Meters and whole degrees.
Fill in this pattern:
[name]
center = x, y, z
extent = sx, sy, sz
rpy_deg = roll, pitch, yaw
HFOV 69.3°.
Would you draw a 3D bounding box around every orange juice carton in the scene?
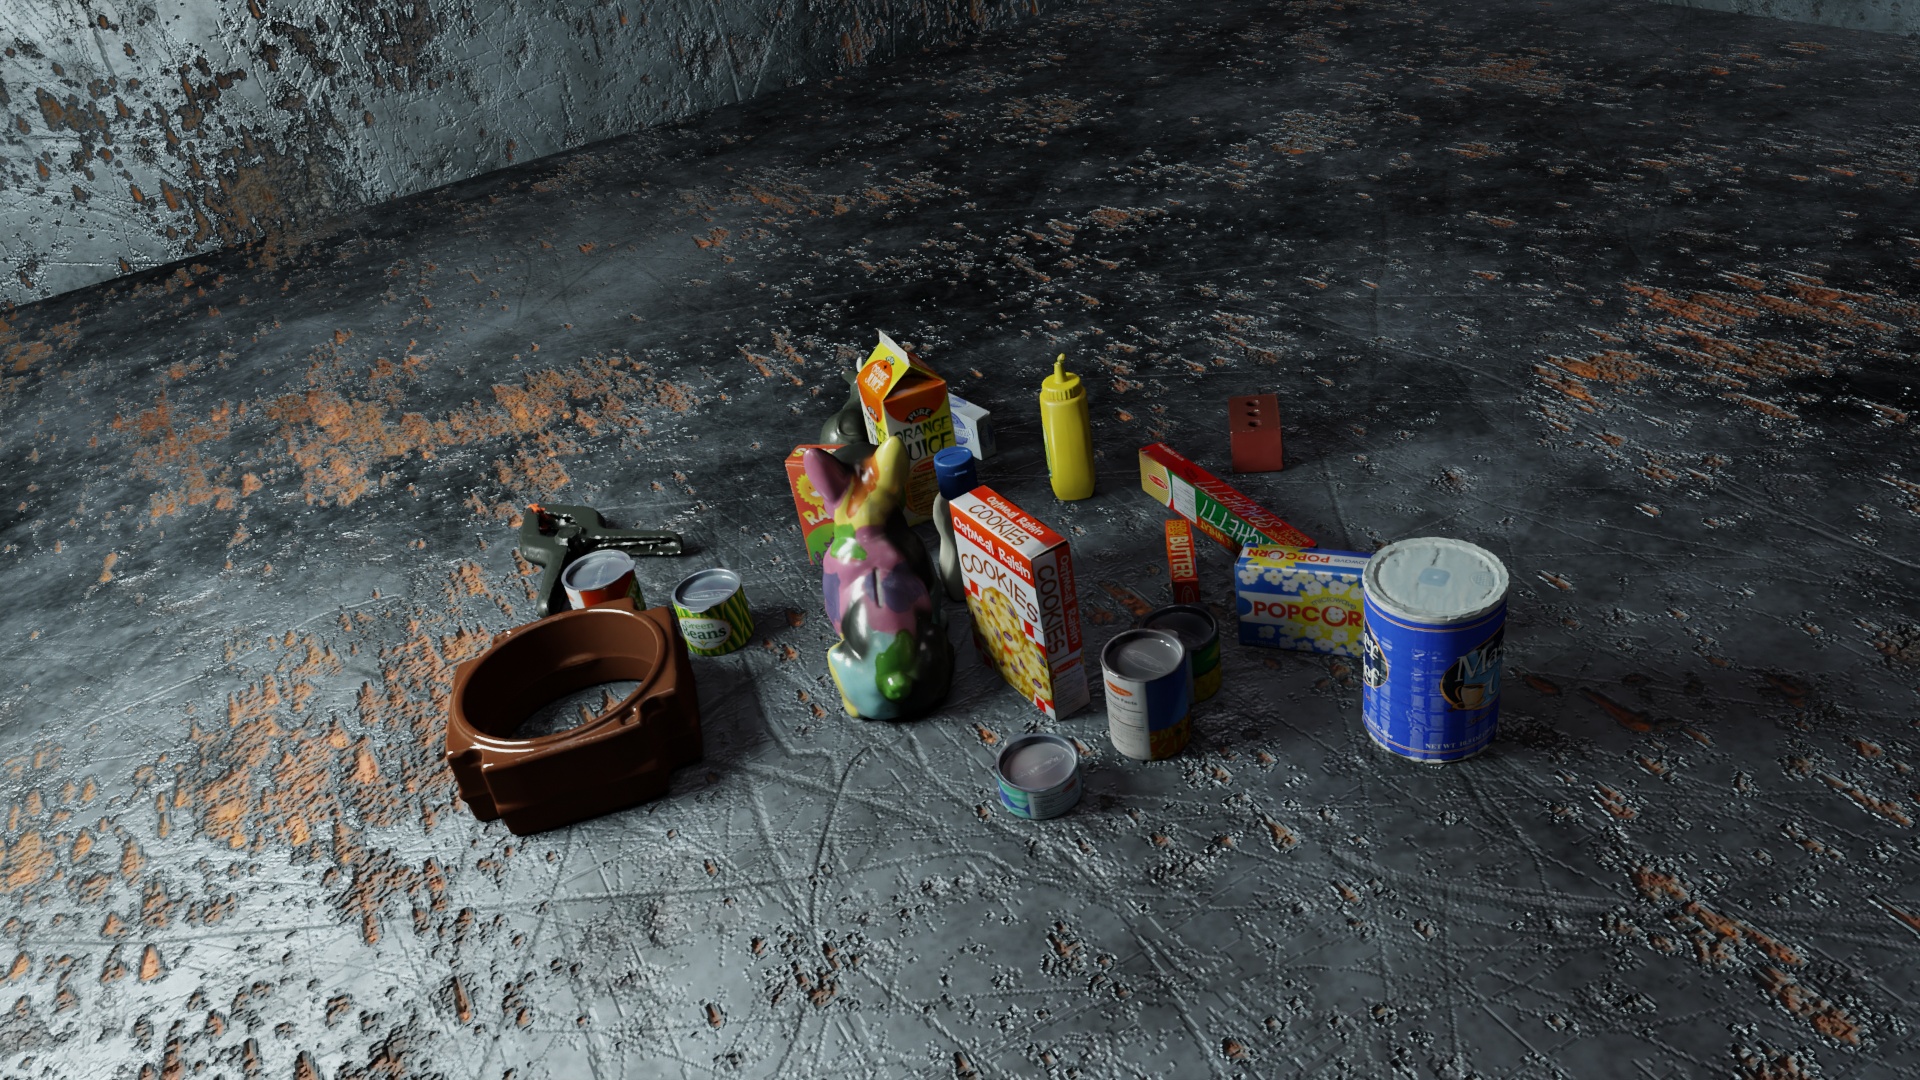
[orange juice carton]
center = -0.053, -0.118, 1.430
extent = 0.073, 0.191, 0.072
rpy_deg = -21, 34, -16

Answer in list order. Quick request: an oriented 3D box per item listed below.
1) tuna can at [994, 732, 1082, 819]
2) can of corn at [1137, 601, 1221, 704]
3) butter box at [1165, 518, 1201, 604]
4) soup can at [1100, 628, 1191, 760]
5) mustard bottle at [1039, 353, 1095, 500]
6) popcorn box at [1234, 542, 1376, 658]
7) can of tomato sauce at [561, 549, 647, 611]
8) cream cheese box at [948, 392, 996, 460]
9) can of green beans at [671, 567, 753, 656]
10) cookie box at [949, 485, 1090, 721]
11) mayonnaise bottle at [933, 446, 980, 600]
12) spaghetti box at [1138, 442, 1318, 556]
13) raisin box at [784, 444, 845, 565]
[tuna can]
center = 0.060, 0.182, 1.081
extent = 0.071, 0.032, 0.071
rpy_deg = -7, 32, 5
[can of corn]
center = 0.185, 0.094, 1.161
extent = 0.071, 0.058, 0.071
rpy_deg = -7, 32, 5
[butter box]
center = 0.202, 0.028, 1.262
extent = 0.024, 0.053, 0.104
rpy_deg = -5, 33, 7
[soup can]
center = 0.150, 0.121, 1.104
extent = 0.071, 0.083, 0.072
rpy_deg = -7, 32, 5
[mustard bottle]
center = 0.108, -0.120, 1.418
extent = 0.049, 0.159, 0.065
rpy_deg = -8, 32, 4
[popcorn box]
center = 0.299, 0.051, 1.171
extent = 0.127, 0.084, 0.038
rpy_deg = 5, 35, 23
[can of tomato sauce]
center = -0.334, 0.061, 1.329
extent = 0.071, 0.082, 0.071
rpy_deg = -7, 32, 5
[cream cheese box]
center = -0.002, -0.132, 1.567
extent = 0.024, 0.053, 0.104
rpy_deg = -29, 37, -27
[can of green beans]
center = -0.234, 0.068, 1.315
extent = 0.071, 0.057, 0.071
rpy_deg = -7, 32, 5
[cookie box]
center = 0.050, 0.051, 1.162
extent = 0.040, 0.166, 0.123
rpy_deg = -25, 35, -23
[mayonnaise bottle]
center = 0.005, -0.016, 1.297
extent = 0.065, 0.147, 0.041
rpy_deg = -18, 33, -12
[spaghetti box]
center = 0.253, -0.024, 1.333
extent = 0.029, 0.050, 0.251
rpy_deg = -22, 34, -19
[raisin box]
center = -0.117, -0.034, 1.380
extent = 0.086, 0.122, 0.040
rpy_deg = 2, 34, 19
